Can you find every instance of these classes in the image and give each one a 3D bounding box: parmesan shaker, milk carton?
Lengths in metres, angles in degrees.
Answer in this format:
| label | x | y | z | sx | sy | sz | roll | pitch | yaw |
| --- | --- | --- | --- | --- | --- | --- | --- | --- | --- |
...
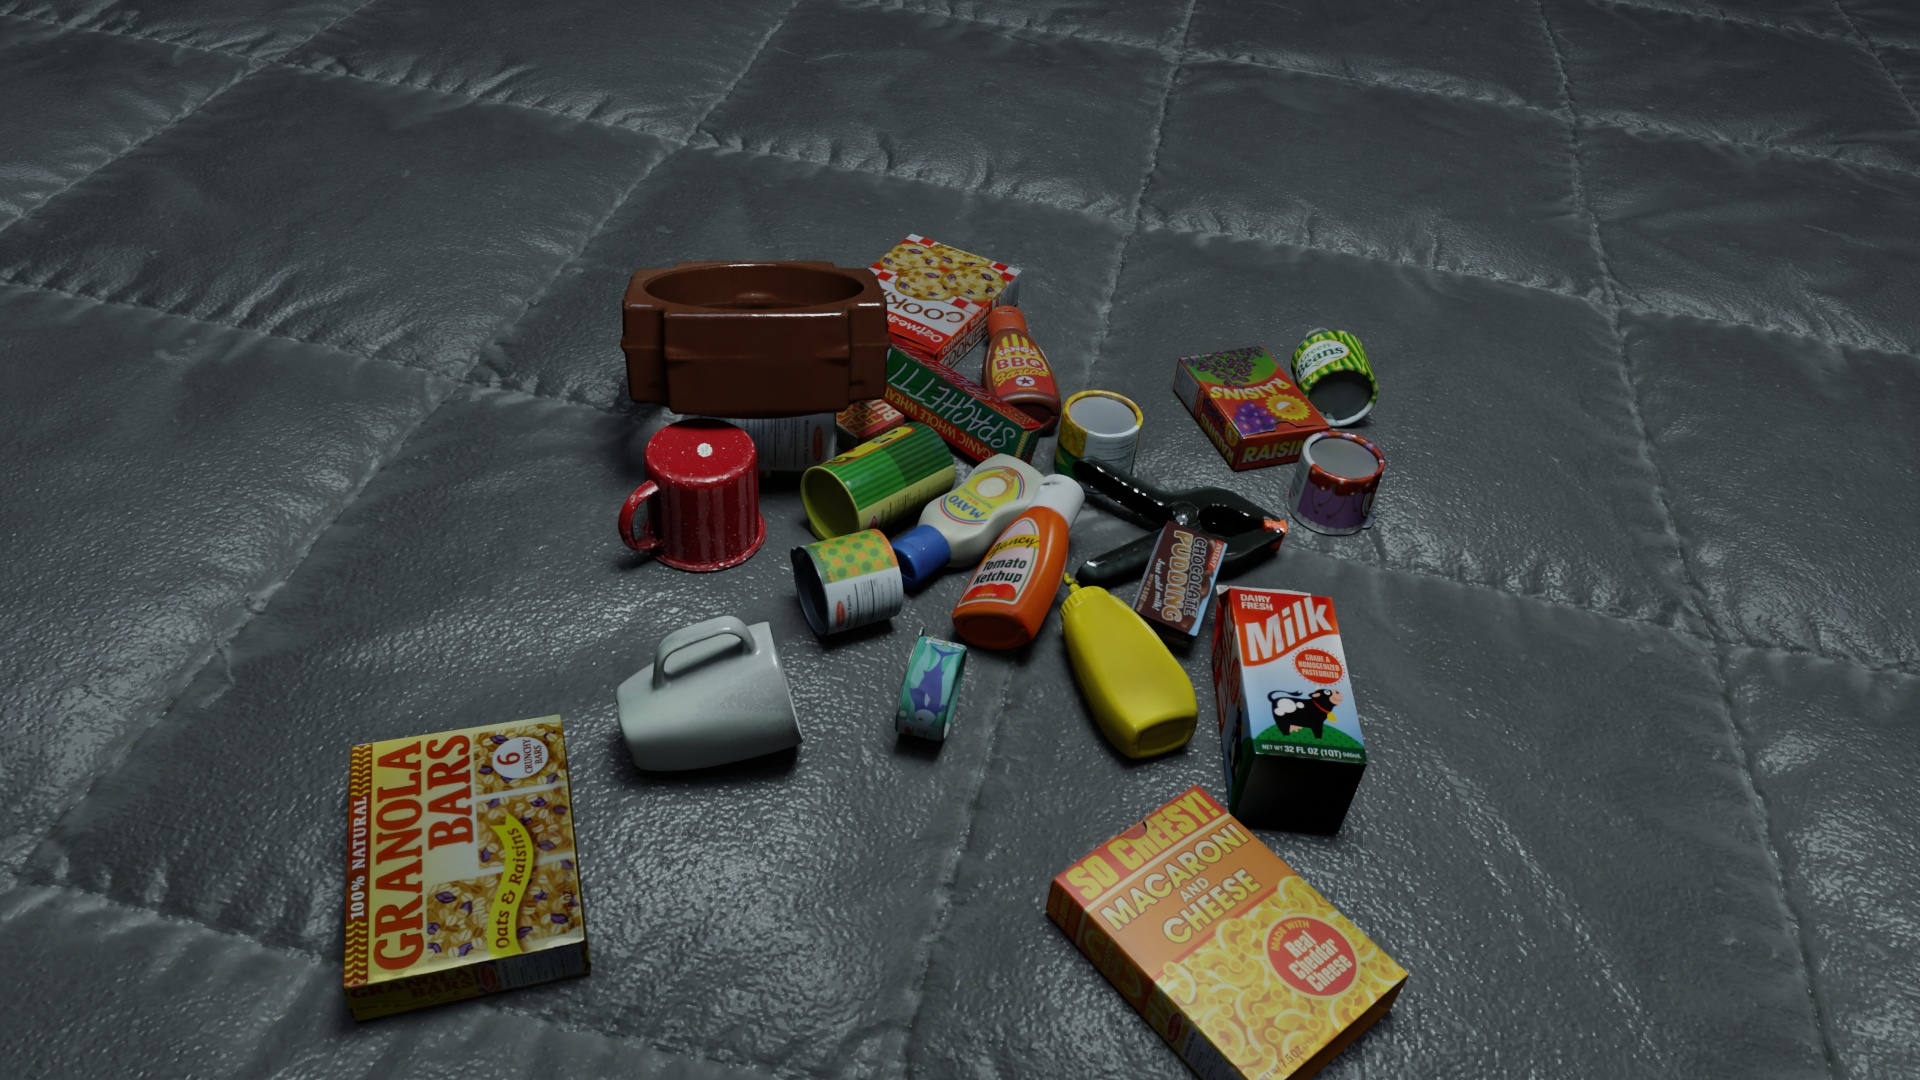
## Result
| label | x | y | z | sx | sy | sz | roll | pitch | yaw |
| --- | --- | --- | --- | --- | --- | --- | --- | --- | --- |
| parmesan shaker | -0.064 | -0.043 | 1.068 | 0.071 | 0.071 | 0.103 | 35 | 46 | 29 |
| milk carton | 0.214 | 0.097 | 0.934 | 0.072 | 0.073 | 0.191 | 6 | 41 | 0 |

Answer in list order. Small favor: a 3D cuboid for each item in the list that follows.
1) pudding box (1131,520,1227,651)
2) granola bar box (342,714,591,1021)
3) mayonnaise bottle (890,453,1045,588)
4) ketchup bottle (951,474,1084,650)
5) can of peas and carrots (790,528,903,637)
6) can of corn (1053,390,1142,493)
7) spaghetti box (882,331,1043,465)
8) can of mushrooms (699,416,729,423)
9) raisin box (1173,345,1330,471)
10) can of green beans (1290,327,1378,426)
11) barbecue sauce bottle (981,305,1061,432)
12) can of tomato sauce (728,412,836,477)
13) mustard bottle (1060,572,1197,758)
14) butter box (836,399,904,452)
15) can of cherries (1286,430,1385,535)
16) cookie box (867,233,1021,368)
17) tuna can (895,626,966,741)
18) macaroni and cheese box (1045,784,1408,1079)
| label | x | y | z | sx | sy | sz | roll | pitch | yaw |
| --- | --- | --- | --- | --- | --- | --- | --- | --- | --- |
| pudding box | 0.158 | 0.033 | 1.011 | 0.050 | 0.030 | 0.084 | 23 | 62 | 4 |
| granola bar box | -0.285 | 0.183 | 0.801 | 0.124 | 0.038 | 0.166 | -7 | 43 | -16 |
| mayonnaise bottle | 0.004 | -0.013 | 1.059 | 0.065 | 0.041 | 0.149 | 33 | 47 | 26 |
| ketchup bottle | 0.050 | 0.013 | 1.014 | 0.064 | 0.043 | 0.149 | -5 | 40 | 35 |
| can of peas and carrots | -0.081 | 0.028 | 0.984 | 0.059 | 0.070 | 0.071 | -14 | 45 | -23 |
| can of corn | 0.112 | -0.083 | 1.140 | 0.071 | 0.058 | 0.071 | 4 | 41 | -3 |
| spaghetti box | -0.037 | -0.131 | 1.176 | 0.250 | 0.050 | 0.029 | 34 | 29 | 27 |
| can of mushrooms | -0.183 | -0.116 | 1.161 | 0.071 | 0.033 | 0.071 | 3 | 41 | -2 |
| raisin box | 0.252 | -0.117 | 1.211 | 0.086 | 0.039 | 0.124 | -9 | 44 | -17 |
| can of green beans | 0.330 | -0.143 | 1.229 | 0.071 | 0.070 | 0.058 | 4 | 41 | -3 |
| barbecue sauce bottle | 0.048 | -0.152 | 1.223 | 0.065 | 0.043 | 0.149 | -1 | 41 | -6 |
| can of tomato sauce | -0.140 | -0.082 | 1.105 | 0.083 | 0.070 | 0.071 | 0 | 41 | -6 |
| mustard bottle | 0.106 | 0.078 | 0.962 | 0.065 | 0.048 | 0.161 | -11 | 43 | -16 |
| butter box | -0.100 | -0.111 | 1.172 | 0.053 | 0.024 | 0.104 | -30 | 52 | -34 |
| can of cherries | 0.305 | -0.046 | 1.121 | 0.071 | 0.058 | 0.072 | 3 | 41 | -3 |
| cookie box | -0.036 | -0.220 | 1.292 | 0.123 | 0.040 | 0.168 | 23 | 44 | 19 |
| tuna can | -0.018 | 0.095 | 0.912 | 0.033 | 0.070 | 0.071 | 13 | 41 | 6 |
| macaroni and cheese box | 0.150 | 0.230 | 0.799 | 0.124 | 0.040 | 0.167 | -25 | 50 | -31 |
